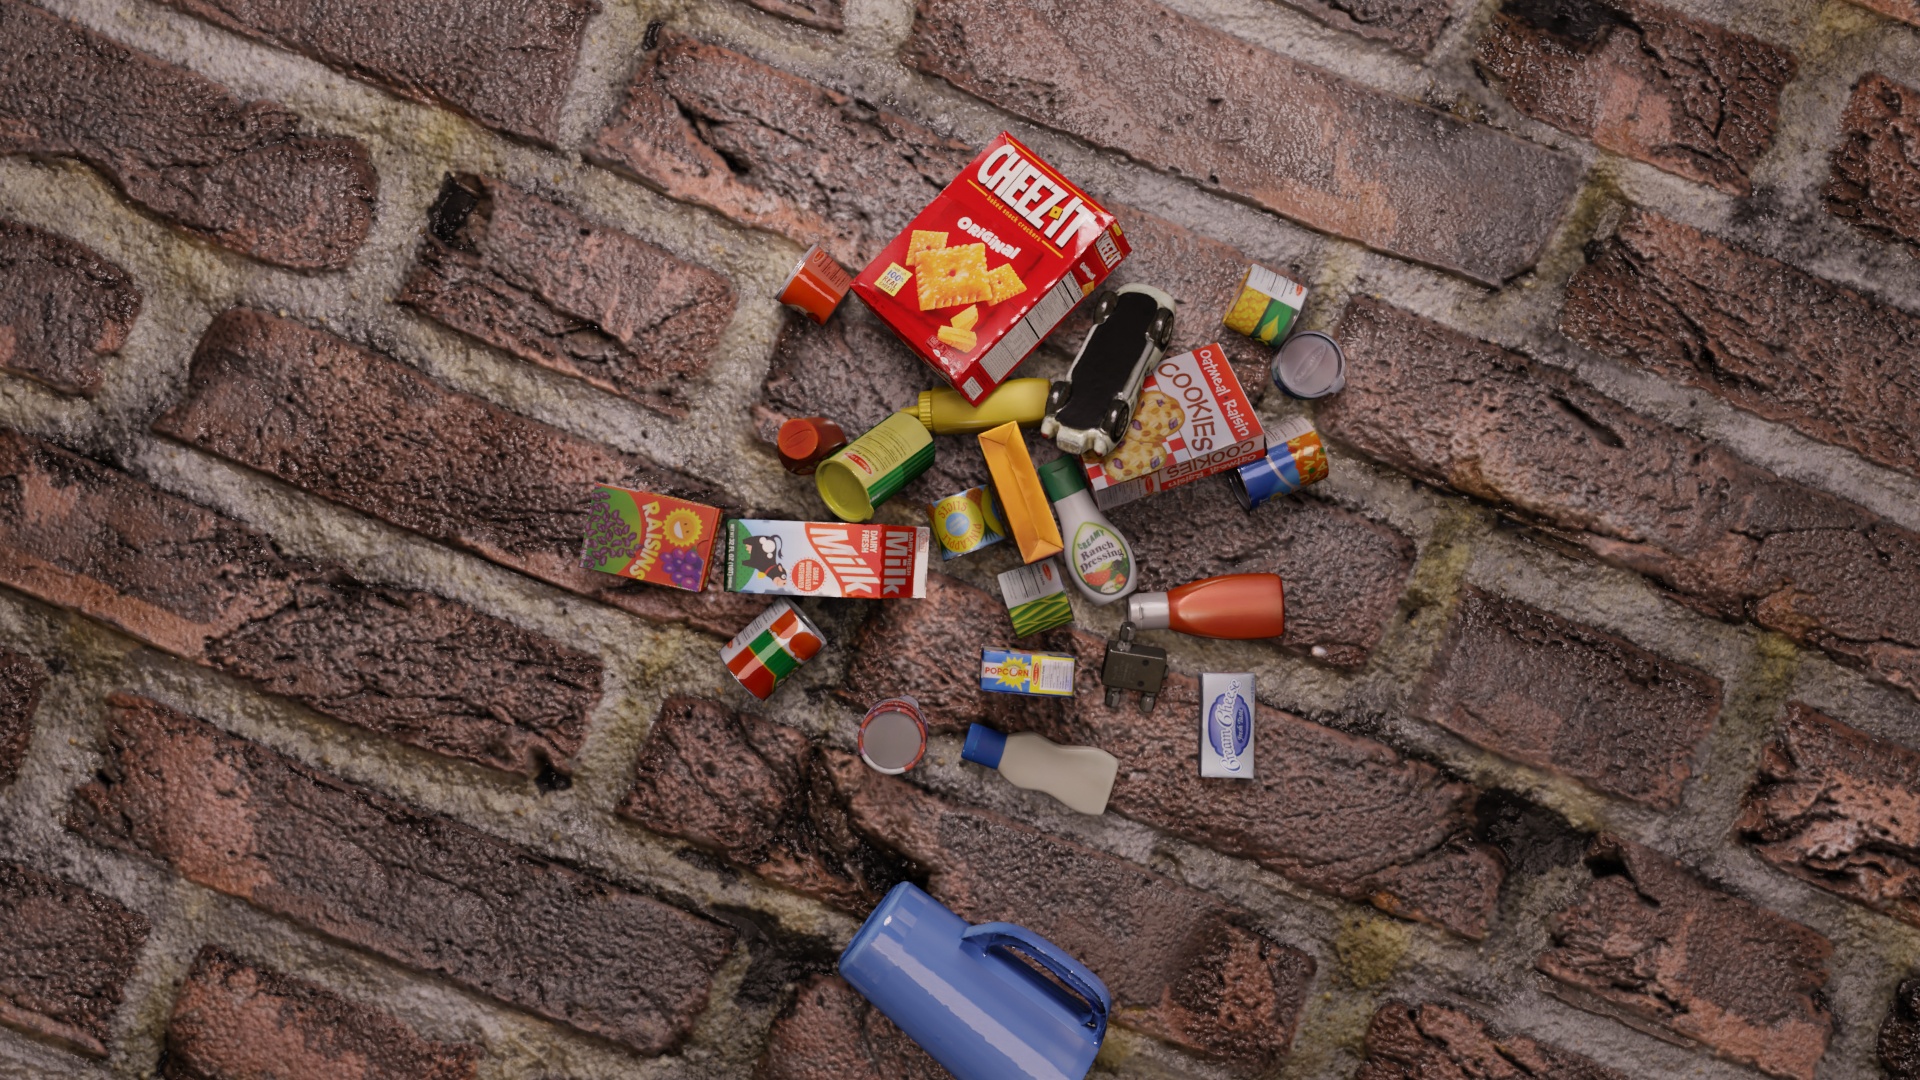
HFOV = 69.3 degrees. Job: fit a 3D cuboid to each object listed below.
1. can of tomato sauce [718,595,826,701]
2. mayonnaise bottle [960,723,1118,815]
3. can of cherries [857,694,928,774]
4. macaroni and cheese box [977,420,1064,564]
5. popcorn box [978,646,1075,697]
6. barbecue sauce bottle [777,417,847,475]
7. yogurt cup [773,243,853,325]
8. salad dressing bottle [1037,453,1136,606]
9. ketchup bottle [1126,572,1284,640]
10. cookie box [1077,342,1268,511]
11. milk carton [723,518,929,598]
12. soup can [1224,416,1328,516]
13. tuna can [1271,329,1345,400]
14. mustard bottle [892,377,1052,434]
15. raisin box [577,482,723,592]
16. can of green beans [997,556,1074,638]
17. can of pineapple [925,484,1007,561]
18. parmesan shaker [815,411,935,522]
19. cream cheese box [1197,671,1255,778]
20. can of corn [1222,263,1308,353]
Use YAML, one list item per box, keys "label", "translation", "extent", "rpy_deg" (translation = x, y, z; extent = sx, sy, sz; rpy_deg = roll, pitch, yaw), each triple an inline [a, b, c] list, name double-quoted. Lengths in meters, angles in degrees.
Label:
- label: "can of tomato sauce"
  translation: [-0.180, 0.105, 1.344]
  extent: [0.083, 0.071, 0.071]
  rpy_deg: [-42, 90, 0]
- label: "mayonnaise bottle"
  translation: [0.076, 0.217, 1.354]
  extent: [0.148, 0.041, 0.064]
  rpy_deg: [18, 89, 2]
- label: "can of cherries"
  translation: [-0.065, 0.187, 1.346]
  extent: [0.071, 0.058, 0.071]
  rpy_deg: [0, 90, 1]
- label: "macaroni and cheese box"
  translation: [0.054, -0.043, 1.292]
  extent: [0.040, 0.166, 0.123]
  rpy_deg: [-20, 90, 1]
- label: "popcorn box"
  translation: [0.061, 0.123, 1.312]
  extent: [0.085, 0.126, 0.038]
  rpy_deg: [4, 87, 0]
- label: "barbecue sauce bottle"
  translation: [-0.144, -0.090, 1.303]
  extent: [0.065, 0.148, 0.043]
  rpy_deg: [-30, 89, 0]
- label: "yogurt cup"
  translation: [-0.139, -0.245, 1.347]
  extent: [0.054, 0.072, 0.072]
  rpy_deg: [36, 90, -8]
- label: "salad dressing bottle"
  translation: [0.121, -0.011, 1.353]
  extent: [0.064, 0.044, 0.147]
  rpy_deg: [-25, 89, -1]
- label: "ketchup bottle"
  translation: [0.238, 0.066, 1.352]
  extent: [0.149, 0.043, 0.064]
  rpy_deg: [-3, 90, 1]
- label: "cookie box"
  translation: [0.191, -0.109, 1.326]
  extent: [0.167, 0.040, 0.123]
  rpy_deg: [-18, 55, 0]
- label: "milk carton"
  translation: [-0.127, 0.017, 1.340]
  extent: [0.191, 0.073, 0.072]
  rpy_deg: [3, 90, 0]
- label: "soup can"
  translation: [0.304, -0.072, 1.341]
  extent: [0.084, 0.071, 0.071]
  rpy_deg: [-23, 90, 0]
- label: "tuna can"
  translation: [0.341, -0.169, 1.357]
  extent: [0.071, 0.033, 0.071]
  rpy_deg: [0, 90, 1]
- label: "mustard bottle"
  translation: [0.010, -0.129, 1.346]
  extent: [0.160, 0.065, 0.049]
  rpy_deg: [-4, 87, 6]
- label: "raisin box"
  translation: [-0.302, -0.003, 1.358]
  extent: [0.123, 0.040, 0.086]
  rpy_deg: [12, 89, 0]
- label: "can of green beans"
  translation: [0.073, 0.055, 1.342]
  extent: [0.058, 0.071, 0.071]
  rpy_deg: [-19, 90, 1]
- label: "can of pineapple"
  translation: [0.005, -0.017, 1.341]
  extent: [0.071, 0.071, 0.058]
  rpy_deg: [-20, 89, 1]
- label: "parmesan shaker"
  translation: [-0.077, -0.069, 1.320]
  extent: [0.071, 0.071, 0.103]
  rpy_deg: [51, 51, 0]
- label: "cream cheese box"
  translation: [0.260, 0.180, 1.361]
  extent: [0.053, 0.024, 0.103]
  rpy_deg: [0, 90, 2]
- label: "can of corn"
  translation: [0.293, -0.224, 1.343]
  extent: [0.058, 0.071, 0.071]
  rpy_deg: [26, 90, 1]
